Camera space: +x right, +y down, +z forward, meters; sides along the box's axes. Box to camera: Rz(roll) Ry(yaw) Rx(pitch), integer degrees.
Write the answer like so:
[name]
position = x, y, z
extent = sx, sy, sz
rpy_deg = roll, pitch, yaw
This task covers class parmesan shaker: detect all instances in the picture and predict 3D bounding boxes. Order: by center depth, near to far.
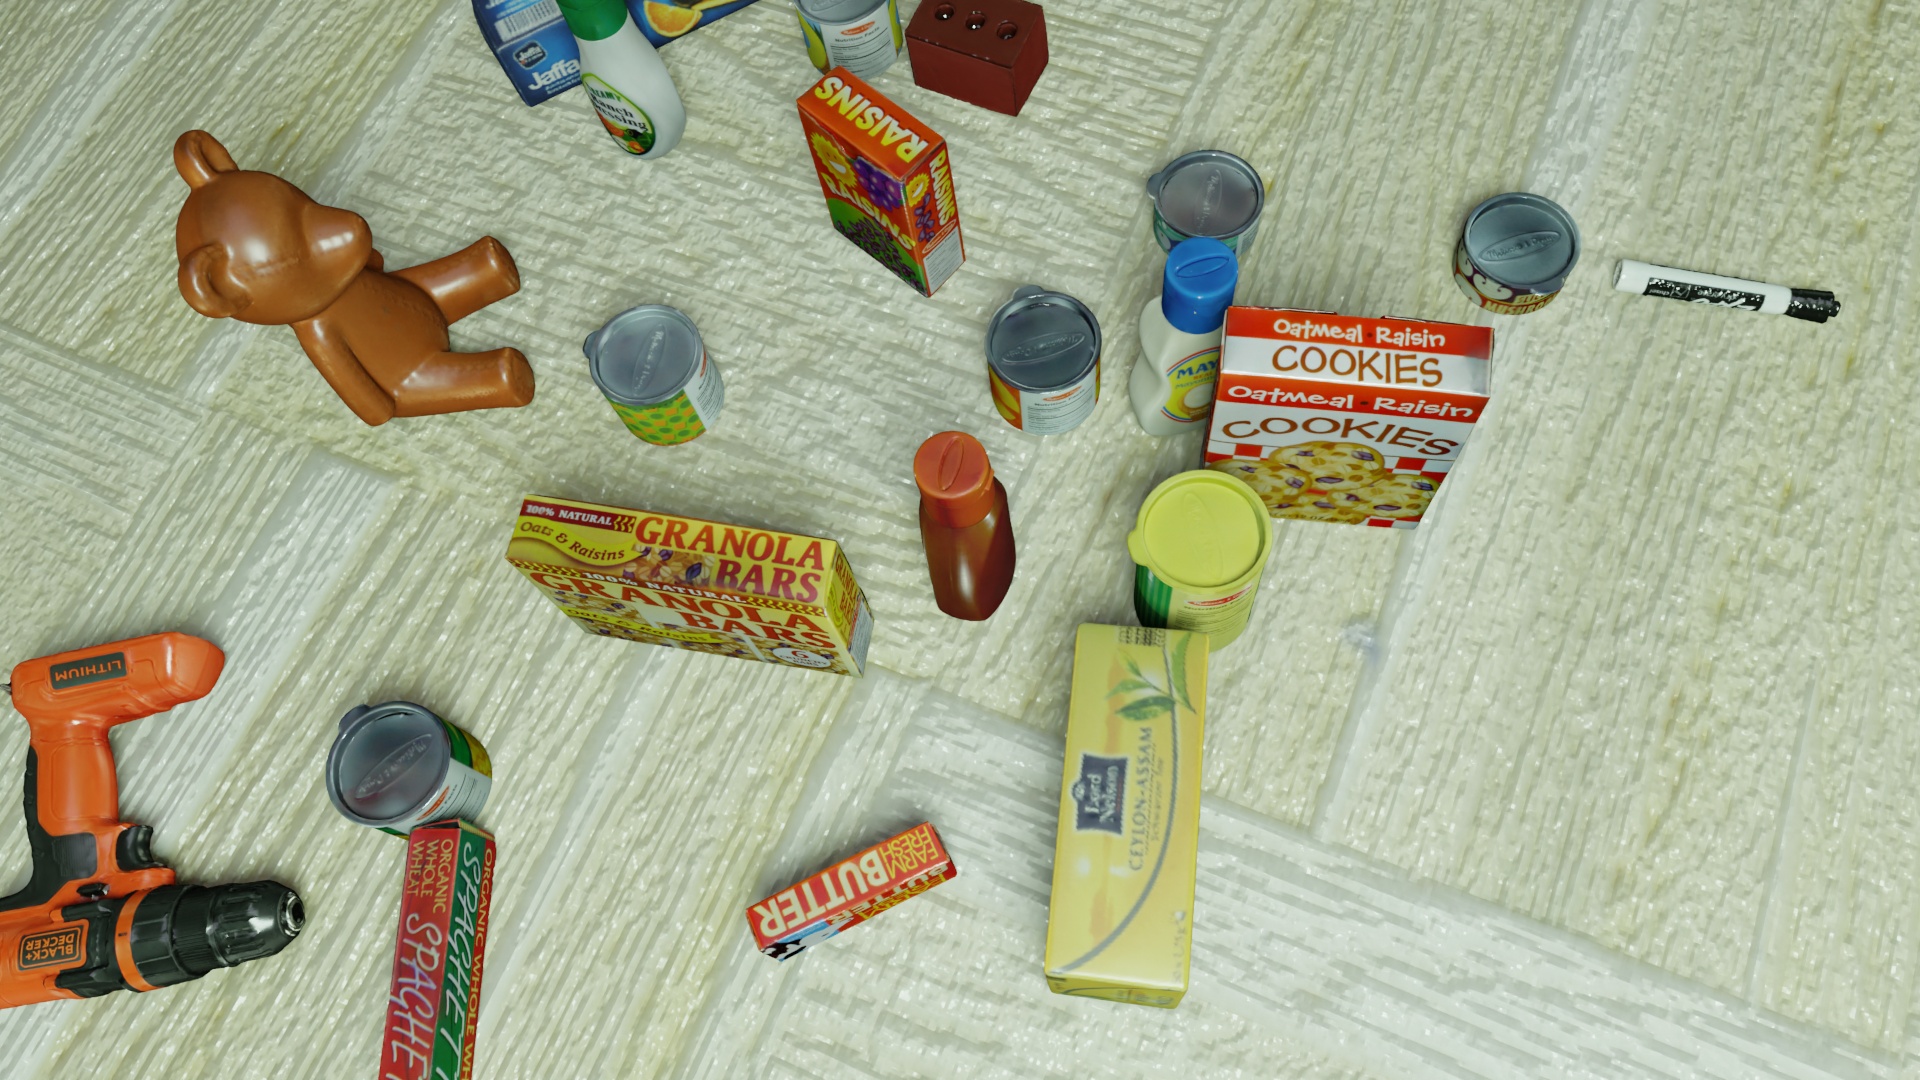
[parmesan shaker]
position = 0.121, 0.014, 0.725
extent = 0.071, 0.102, 0.071
rpy_deg = -2, 68, 5

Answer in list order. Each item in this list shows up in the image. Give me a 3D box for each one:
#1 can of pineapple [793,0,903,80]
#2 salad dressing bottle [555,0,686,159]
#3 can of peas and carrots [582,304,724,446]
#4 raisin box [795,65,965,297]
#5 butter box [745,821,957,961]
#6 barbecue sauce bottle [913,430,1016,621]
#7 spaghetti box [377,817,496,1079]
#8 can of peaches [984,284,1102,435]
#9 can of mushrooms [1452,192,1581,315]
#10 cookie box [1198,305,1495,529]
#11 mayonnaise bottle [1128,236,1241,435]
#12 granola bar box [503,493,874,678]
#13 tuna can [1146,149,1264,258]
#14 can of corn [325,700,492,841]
[can of pineapple]
position = -0.074, -0.348, 0.916
extent = 0.071, 0.057, 0.071
rpy_deg = -2, 68, 5
[salad dressing bottle]
position = -0.213, -0.298, 0.860
extent = 0.064, 0.147, 0.044
rpy_deg = 29, 74, 15
[can of peas and carrots]
position = -0.181, -0.097, 0.823
extent = 0.071, 0.058, 0.071
rpy_deg = -2, 68, 5
[raisin box]
position = -0.045, -0.209, 0.821
extent = 0.086, 0.123, 0.040
rpy_deg = 40, 77, 18
[butter box]
position = -0.053, 0.177, 0.702
extent = 0.103, 0.053, 0.024
rpy_deg = -25, 68, -5
[barbecue sauce bottle]
position = 0.003, -0.009, 0.721
extent = 0.044, 0.148, 0.065
rpy_deg = 13, 70, 10
[spaghetti box]
position = -0.264, 0.267, 0.686
extent = 0.029, 0.050, 0.251
rpy_deg = -3, 68, 4
[can of peaches]
position = 0.048, -0.104, 0.805
extent = 0.071, 0.058, 0.071
rpy_deg = -2, 68, 5
[can of mushrooms]
position = 0.327, -0.166, 0.818
extent = 0.071, 0.033, 0.071
rpy_deg = -2, 68, 5
[cookie box]
position = 0.189, -0.059, 0.714
extent = 0.123, 0.167, 0.040
rpy_deg = 6, 69, 8
[mayonnaise bottle]
position = 0.125, -0.108, 0.751
extent = 0.065, 0.147, 0.041
rpy_deg = -17, 68, -1
[granola bar box]
position = -0.136, 0.026, 0.733
extent = 0.165, 0.123, 0.039
rpy_deg = 8, 69, 9
[tuna can]
position = 0.148, -0.203, 0.849
extent = 0.071, 0.032, 0.071
rpy_deg = -2, 68, 5
[can of corn]
position = -0.295, 0.123, 0.743
extent = 0.071, 0.058, 0.071
rpy_deg = -2, 68, 5
